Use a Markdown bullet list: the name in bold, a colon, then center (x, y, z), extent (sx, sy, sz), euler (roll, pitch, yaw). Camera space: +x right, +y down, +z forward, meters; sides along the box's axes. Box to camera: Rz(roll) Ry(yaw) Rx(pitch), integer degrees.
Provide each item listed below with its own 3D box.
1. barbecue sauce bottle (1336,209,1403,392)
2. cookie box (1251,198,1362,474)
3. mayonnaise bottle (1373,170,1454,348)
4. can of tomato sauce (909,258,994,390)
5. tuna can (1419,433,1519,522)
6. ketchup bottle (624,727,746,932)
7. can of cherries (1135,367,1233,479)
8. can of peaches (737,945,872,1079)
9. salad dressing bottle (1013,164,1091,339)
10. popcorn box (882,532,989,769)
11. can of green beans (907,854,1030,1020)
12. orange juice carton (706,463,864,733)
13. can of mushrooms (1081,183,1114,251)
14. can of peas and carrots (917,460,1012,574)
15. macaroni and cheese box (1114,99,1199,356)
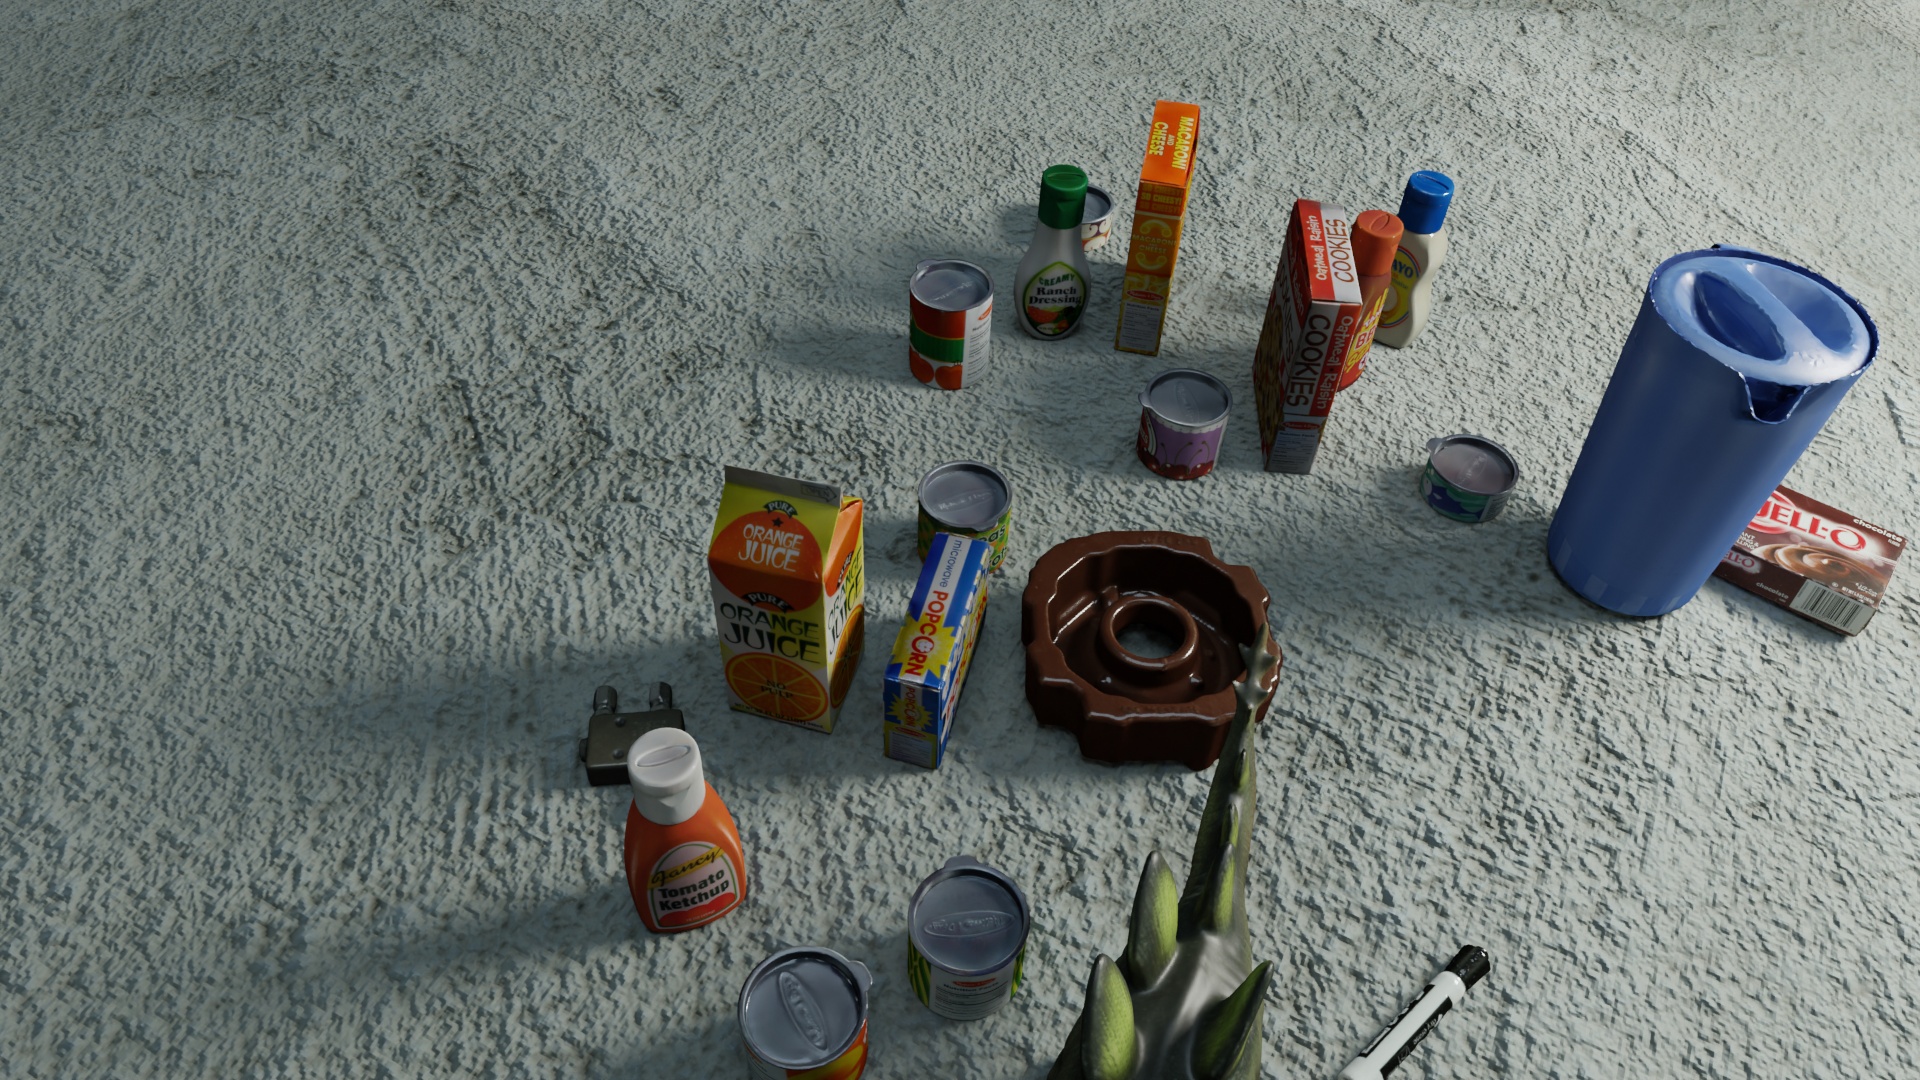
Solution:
- **barbecue sauce bottle**: center (0.313, -0.191, 1.102), extent (0.044, 0.147, 0.065), euler (29, 52, 22)
- **cookie box**: center (0.258, -0.153, 1.051), extent (0.040, 0.166, 0.123), euler (4, 47, 1)
- **mayonnaise bottle**: center (0.367, -0.232, 1.144), extent (0.065, 0.147, 0.041), euler (34, 54, 26)
- **can of tomato sauce**: center (-0.010, -0.173, 1.113), extent (0.071, 0.082, 0.071), euler (2, 47, -2)
- **tuna can**: center (0.382, -0.048, 1.052), extent (0.071, 0.032, 0.071), euler (2, 47, -2)
- **ketchup bottle**: center (-0.153, 0.158, 0.754), extent (0.065, 0.148, 0.044), euler (-16, 50, -17)
- **can of cherries**: center (0.168, -0.089, 1.061), extent (0.071, 0.058, 0.072), euler (2, 47, -2)
- **can of peaches**: center (-0.079, 0.255, 0.729), extent (0.071, 0.057, 0.071), euler (2, 47, -2)
- **salad dressing bottle**: center (0.078, -0.233, 1.129), extent (0.064, 0.146, 0.044), euler (-2, 47, -4)
- **popcorn box**: center (-0.014, 0.069, 0.887), extent (0.038, 0.084, 0.127), euler (12, 48, 8)
- **can of green beans**: center (0.004, 0.221, 0.765), extent (0.071, 0.057, 0.071), euler (2, 47, -2)
- **orange juice carton**: center (-0.103, 0.028, 0.847), extent (0.072, 0.191, 0.073), euler (13, 48, 9)
- **can of mushrooms**: center (0.104, -0.294, 1.264), extent (0.071, 0.033, 0.071), euler (2, 47, -2)
- **can of peas and carrots**: center (0.004, -0.012, 0.981), extent (0.071, 0.058, 0.071), euler (2, 47, -2)
- **macaroni and cheese box**: center (0.162, -0.256, 1.143), extent (0.040, 0.165, 0.124), euler (10, 48, 6)
